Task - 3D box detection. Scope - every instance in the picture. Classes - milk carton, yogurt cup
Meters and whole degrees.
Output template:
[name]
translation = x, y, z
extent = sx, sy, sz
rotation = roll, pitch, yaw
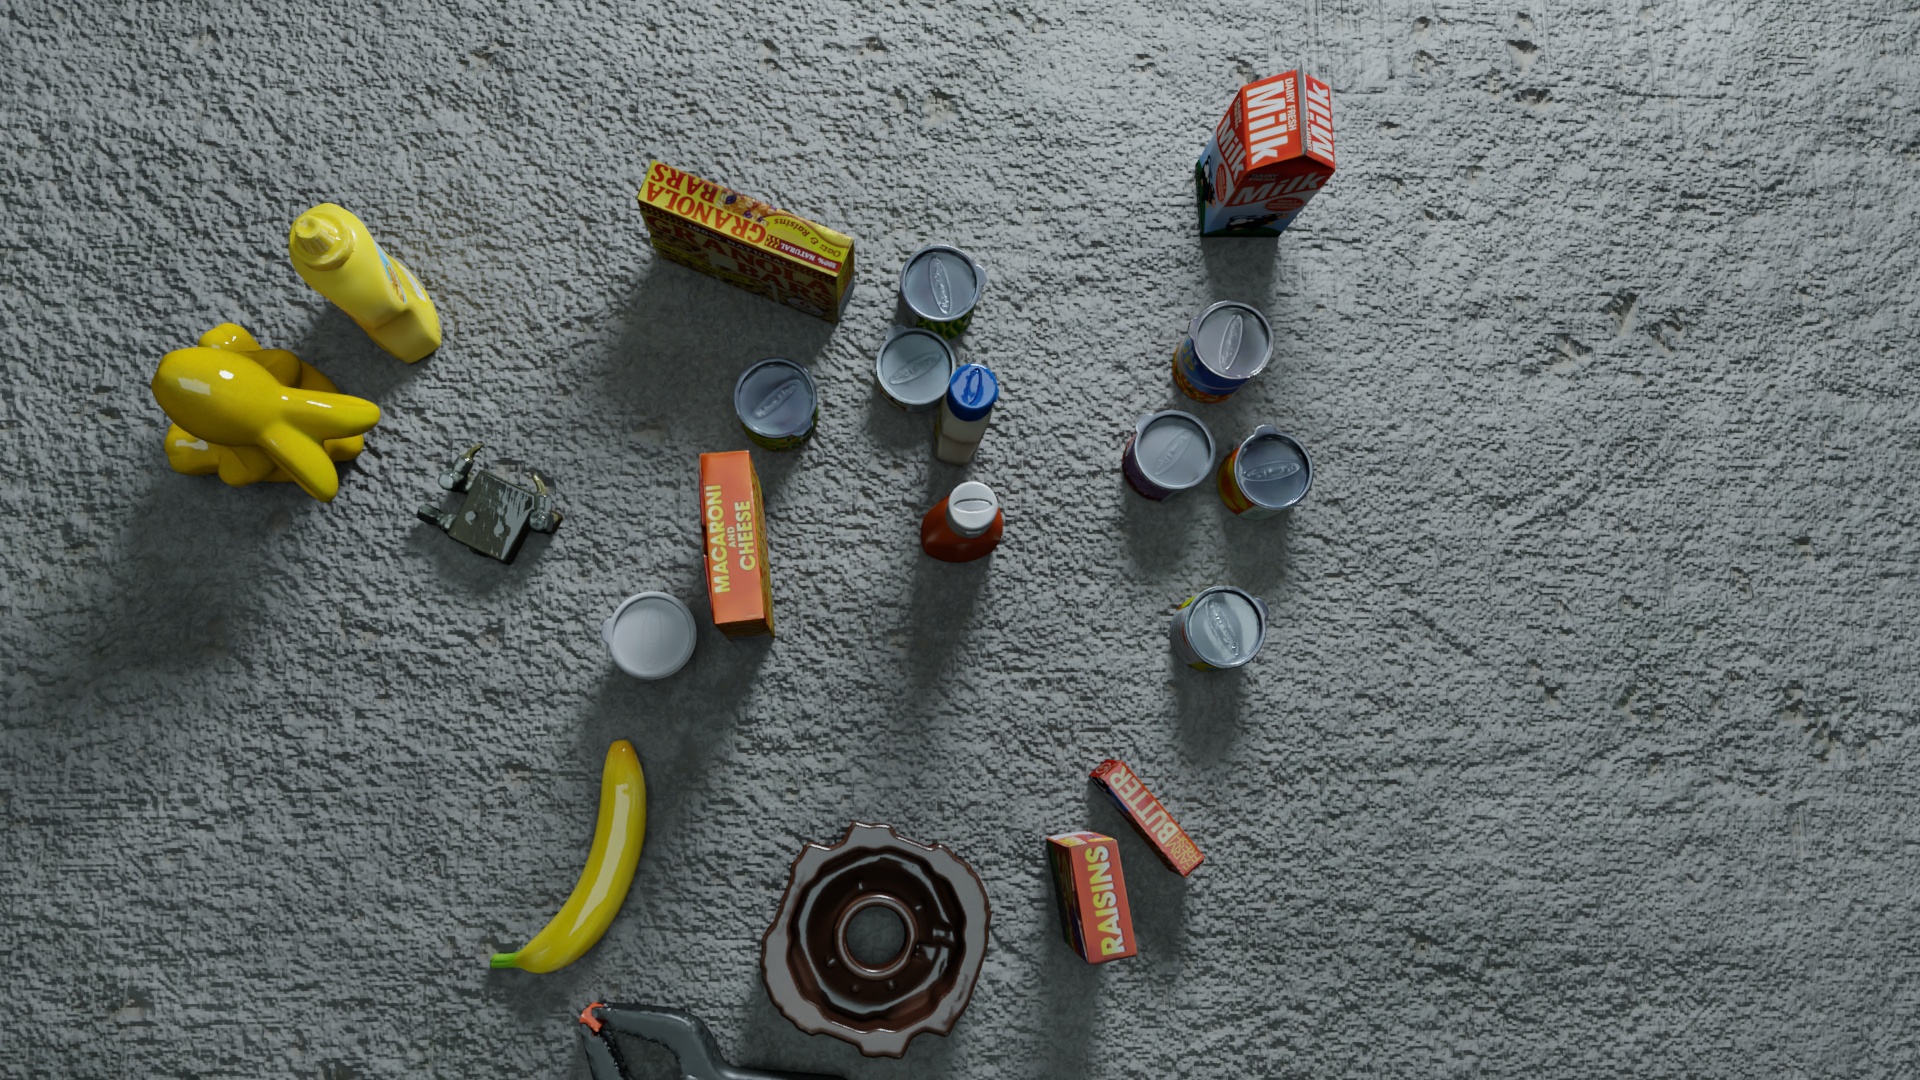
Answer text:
[milk carton]
translation = 0.250, -0.311, 1.126
extent = 0.073, 0.190, 0.072
rotation = -2, 81, -5
[yogurt cup]
translation = -0.239, 0.076, 1.092
extent = 0.072, 0.054, 0.072
rotation = 1, 81, -5

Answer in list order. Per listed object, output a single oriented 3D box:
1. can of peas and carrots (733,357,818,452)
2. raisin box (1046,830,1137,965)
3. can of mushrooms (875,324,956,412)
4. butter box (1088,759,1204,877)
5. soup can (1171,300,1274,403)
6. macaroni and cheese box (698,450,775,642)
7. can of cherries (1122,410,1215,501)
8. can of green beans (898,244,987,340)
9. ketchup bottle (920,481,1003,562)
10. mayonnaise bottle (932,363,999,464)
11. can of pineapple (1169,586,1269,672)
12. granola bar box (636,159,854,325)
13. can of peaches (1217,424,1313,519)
[can of peas and carrots]
translation = -0.147, -0.107, 1.127
extent = 0.071, 0.058, 0.071
rotation = 1, 81, -5
[raisin box]
translation = 0.097, 0.267, 1.053
extent = 0.040, 0.123, 0.086
rotation = -8, 82, -6
[can of mushrooms]
translation = -0.038, -0.143, 1.155
extent = 0.071, 0.033, 0.071
rotation = 1, 81, -5
[butter box]
translation = 0.147, 0.219, 1.101
extent = 0.024, 0.053, 0.103
rotation = -40, 86, -9
[soup can]
translation = 0.213, -0.156, 1.152
extent = 0.071, 0.083, 0.071
rotation = 1, 81, -4
[macaroni and cheese box]
translation = -0.168, 0.009, 1.052
extent = 0.040, 0.166, 0.124
rotation = -6, 82, -5
[can of cherries]
translation = 0.169, -0.071, 1.147
extent = 0.071, 0.058, 0.071
rotation = 1, 81, -5
[can of green beans]
translation = -0.018, -0.205, 1.154
extent = 0.071, 0.057, 0.071
rotation = 1, 81, -5
[ketchup bottle]
translation = 0.004, -0.014, 1.079
extent = 0.065, 0.148, 0.043
rotation = -3, 82, -5
[mayonnaise bottle]
translation = 0.004, -0.103, 1.094
extent = 0.041, 0.148, 0.065
rotation = 13, 81, -3
[can of pineapple]
translation = 0.210, 0.073, 1.128
extent = 0.071, 0.057, 0.071
rotation = 1, 81, -5
[granola bar box]
translation = -0.169, -0.235, 1.113
extent = 0.165, 0.124, 0.039
rotation = 21, 80, -1
[can of peaches]
translation = 0.251, -0.055, 1.152
extent = 0.071, 0.058, 0.071
rotation = 1, 81, -5
